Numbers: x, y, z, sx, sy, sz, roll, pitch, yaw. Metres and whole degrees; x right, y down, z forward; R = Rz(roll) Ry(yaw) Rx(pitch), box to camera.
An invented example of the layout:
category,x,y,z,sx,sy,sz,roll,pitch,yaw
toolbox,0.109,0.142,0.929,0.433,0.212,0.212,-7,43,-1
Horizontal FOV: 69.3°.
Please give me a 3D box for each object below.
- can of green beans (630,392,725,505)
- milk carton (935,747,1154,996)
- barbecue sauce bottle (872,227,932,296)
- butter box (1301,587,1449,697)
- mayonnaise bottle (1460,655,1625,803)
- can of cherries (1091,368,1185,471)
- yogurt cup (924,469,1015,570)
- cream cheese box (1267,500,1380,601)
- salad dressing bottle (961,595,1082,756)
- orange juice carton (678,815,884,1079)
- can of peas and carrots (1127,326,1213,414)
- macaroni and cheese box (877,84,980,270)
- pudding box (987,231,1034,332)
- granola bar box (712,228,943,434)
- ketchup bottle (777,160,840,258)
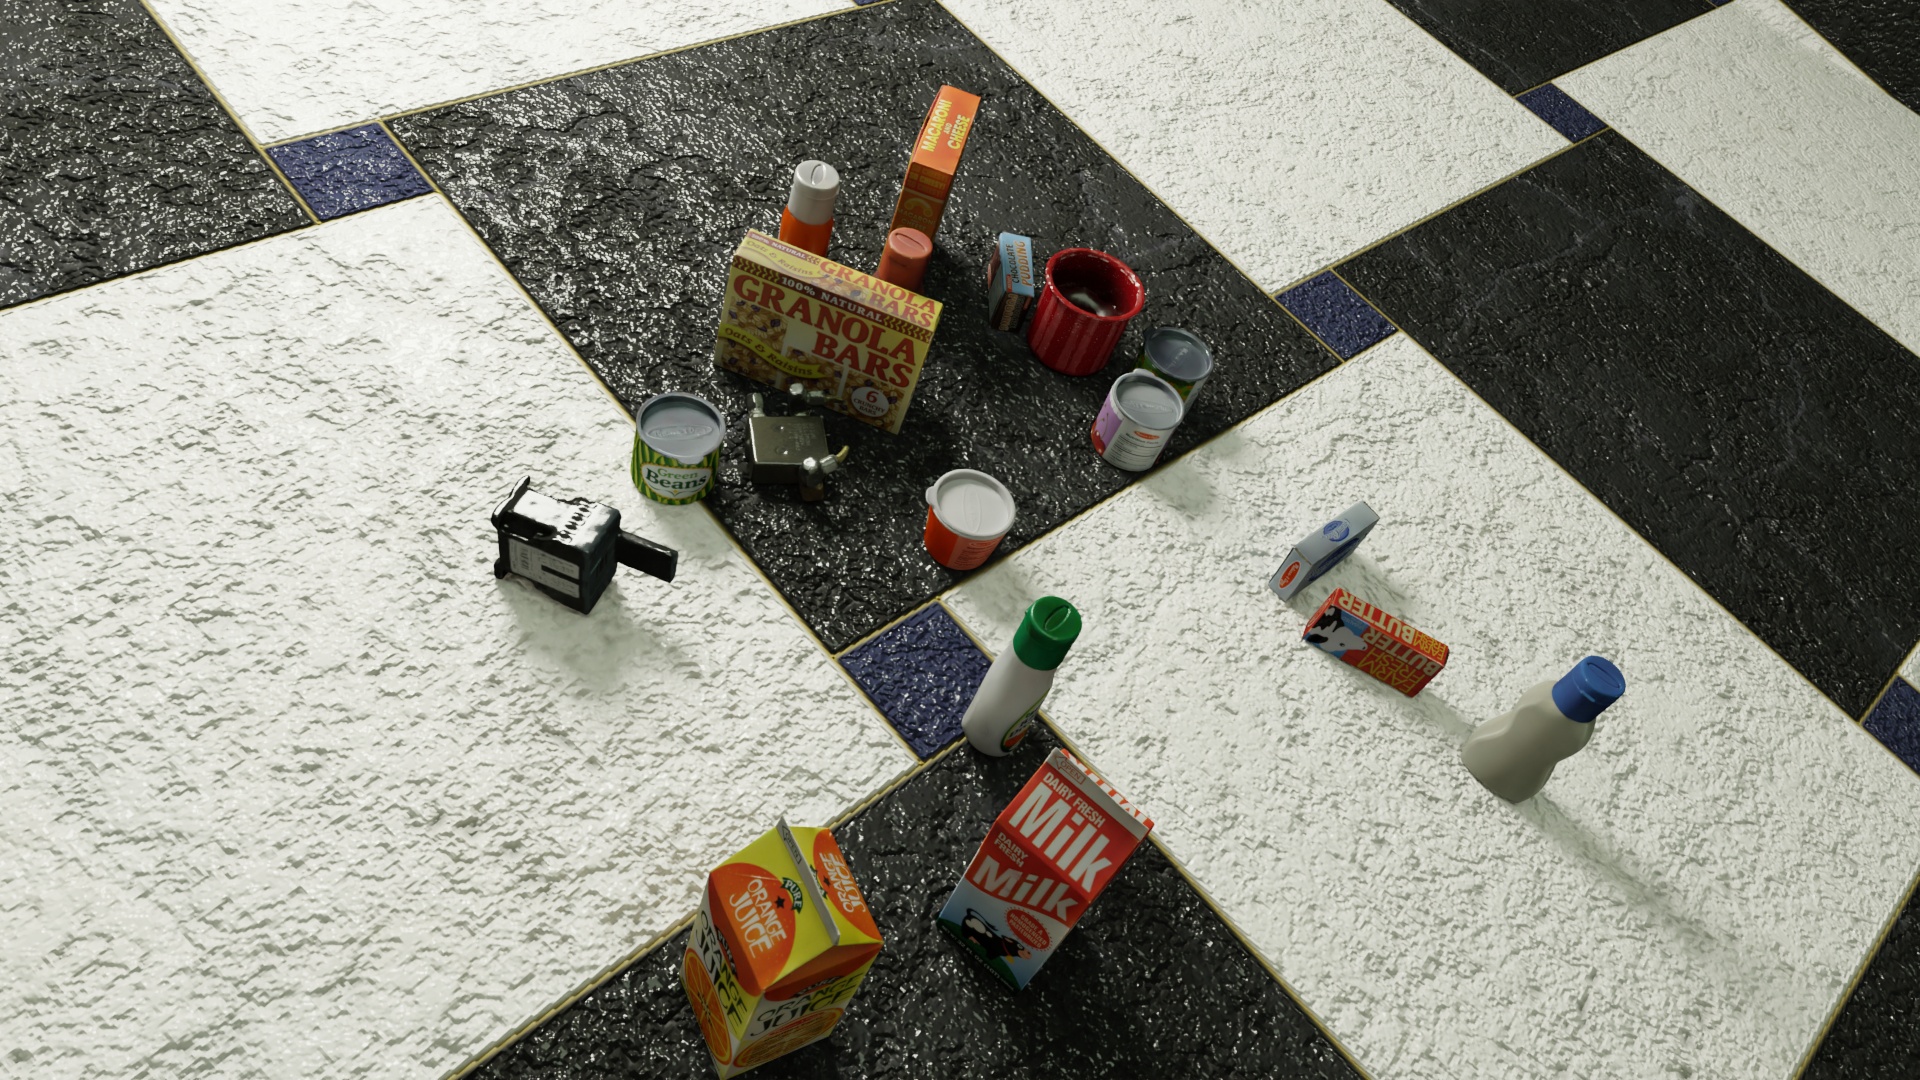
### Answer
category,x,y,z,sx,sy,sz,roll,pitch,yaw
can of green beans,-0.215,-0.069,1.052,0.071,0.057,0.071,10,50,-12
milk carton,0.054,0.196,0.846,0.072,0.189,0.074,40,51,13
barbecue sauce bottle,-0.058,-0.190,1.144,0.065,0.147,0.044,32,50,7
butter box,0.336,0.083,1.125,0.103,0.052,0.024,29,49,4
mayonnaise bottle,0.444,0.141,1.054,0.065,0.147,0.041,40,51,14
can of cherries,0.154,-0.105,1.208,0.071,0.058,0.072,10,50,-12
yogurt cup,0.004,-0.014,1.086,0.072,0.053,0.073,10,50,-12
cream cheese box,0.307,0.008,1.175,0.104,0.053,0.024,-29,67,-35
salad dressing bottle,0.042,0.094,0.952,0.044,0.146,0.064,39,51,13
orange juice carton,-0.100,0.224,0.768,0.073,0.191,0.072,-15,59,-28
can of peas and carrots,0.185,-0.151,1.256,0.071,0.058,0.071,10,50,-12
macaroni and cheese box,-0.034,-0.297,1.226,0.040,0.165,0.124,19,49,-4
pudding box,0.046,-0.239,1.285,0.030,0.049,0.084,9,50,-13
granola bar box,-0.109,-0.167,1.124,0.165,0.123,0.039,21,49,-2
ketchup bottle,-0.132,-0.248,1.164,0.043,0.148,0.065,14,50,-8
